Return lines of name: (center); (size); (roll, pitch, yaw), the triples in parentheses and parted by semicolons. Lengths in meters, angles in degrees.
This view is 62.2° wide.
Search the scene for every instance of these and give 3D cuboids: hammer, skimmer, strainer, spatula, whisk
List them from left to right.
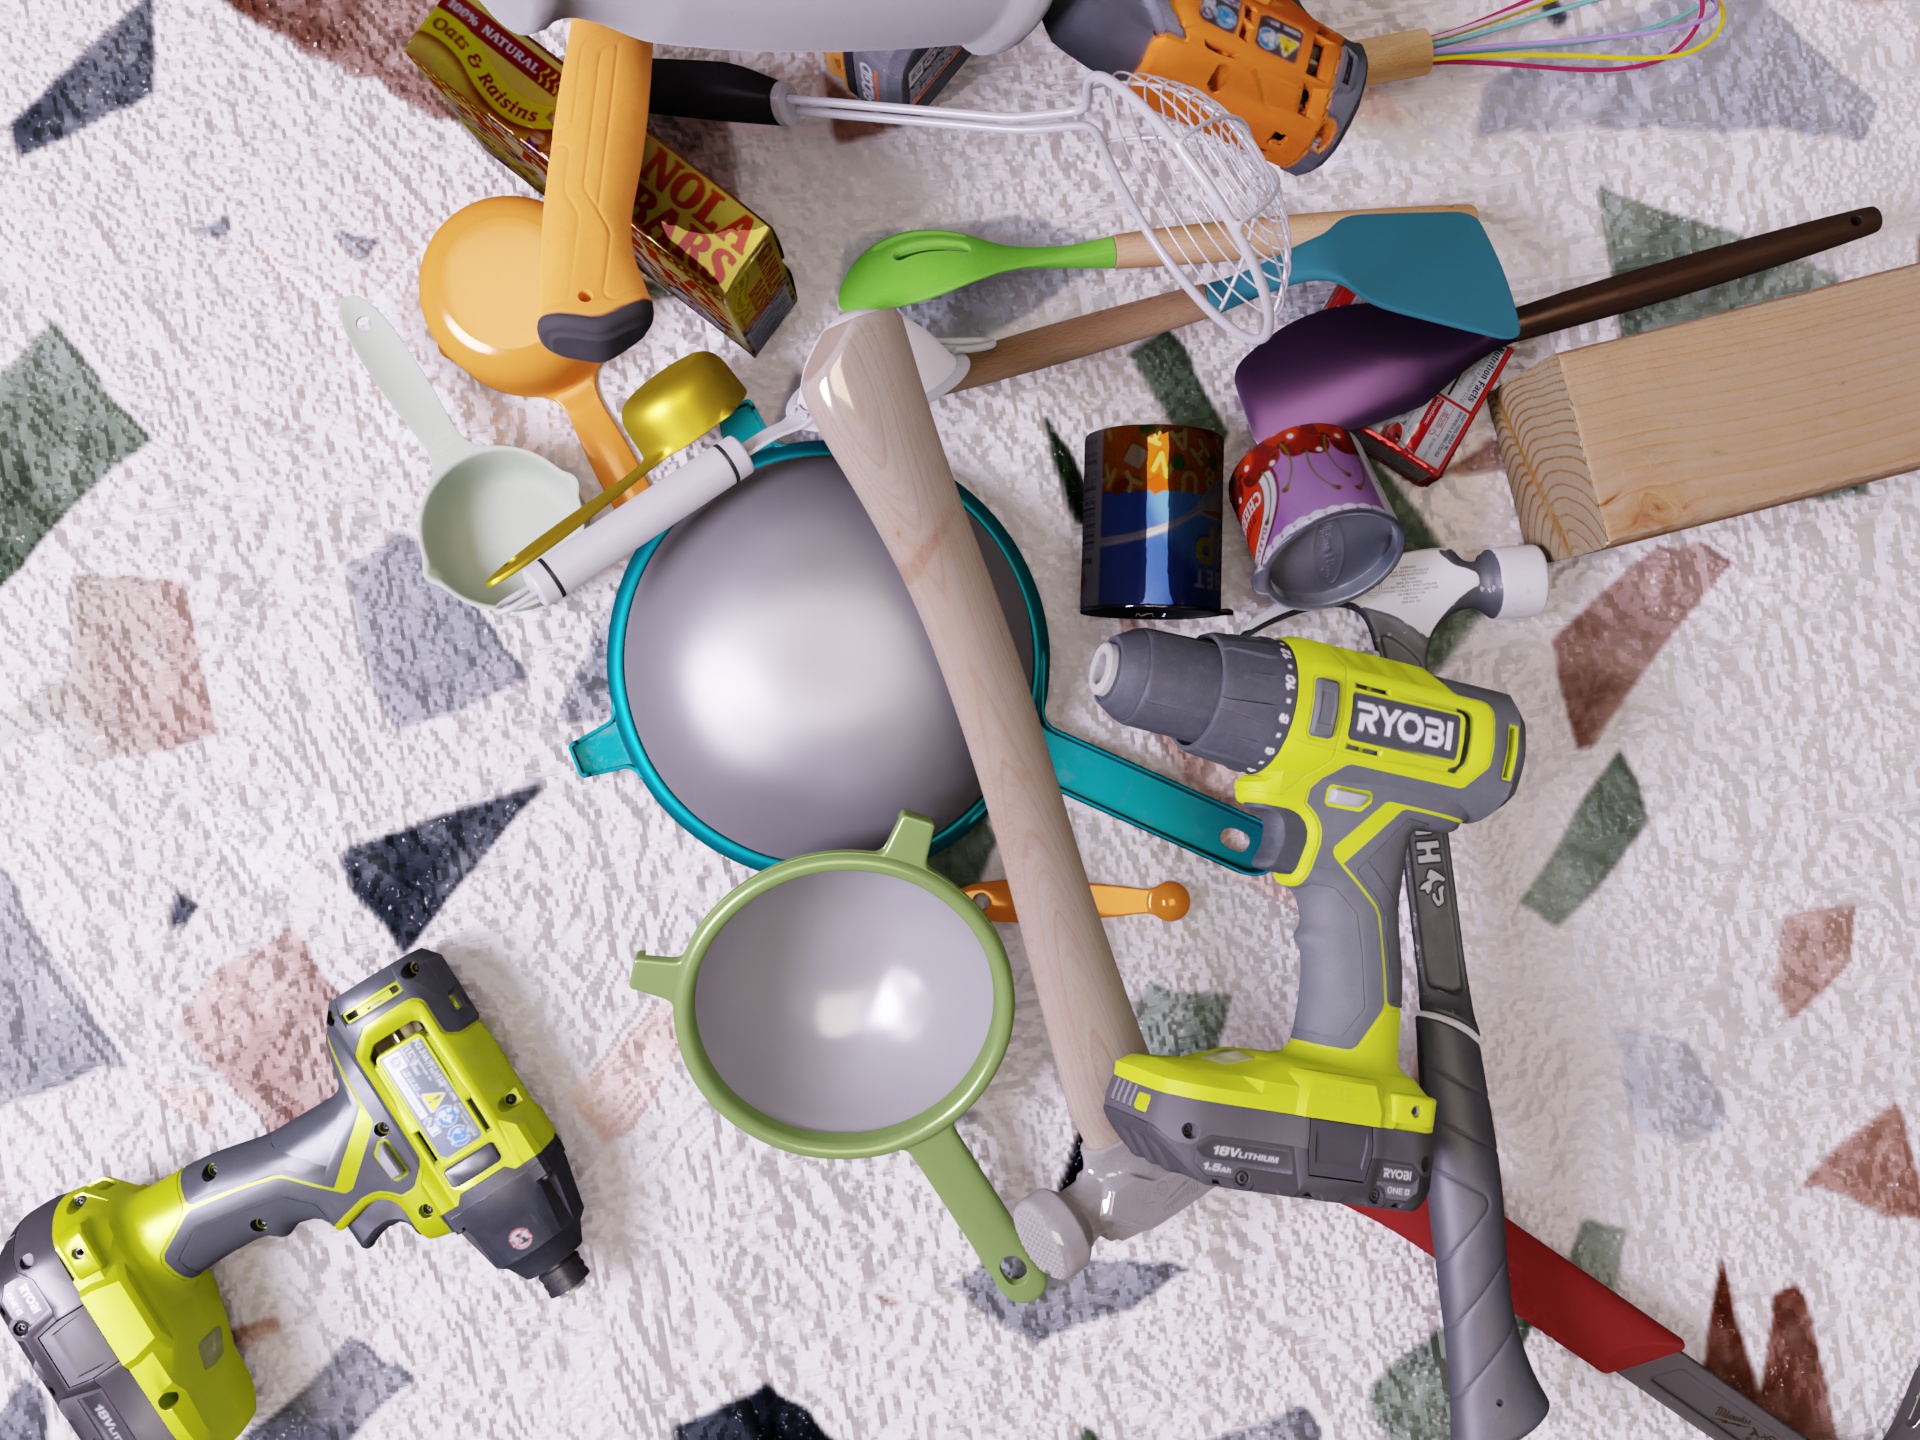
hammer: (-0.144, -0.303, 0.637); (0.127, 0.034, 0.337); (5, 75, -12)
strainer: (-0.092, -0.119, 0.690); (0.258, 0.087, 0.050); (-37, 127, -16)
skimmer: (-0.031, -0.238, 0.692); (0.363, 0.127, 0.090); (13, 78, 18)
strainer: (-0.028, 0.162, 0.746); (0.151, 0.069, 0.256); (-29, 109, 4)
strainer: (-0.001, -0.002, 0.723); (0.340, 0.095, 0.211); (24, 88, -2)
hammer: (0.033, 0.026, 0.679); (0.146, 0.038, 0.410); (-25, 104, -27)
spatula: (0.092, -0.180, 0.742); (0.317, 0.044, 0.082); (-13, 58, 11)
hammer: (0.218, 0.122, 0.736); (0.149, 0.036, 0.409); (-4, 82, 0)
whisk: (0.247, -0.323, 0.764); (0.245, 0.051, 0.047); (-10, 96, 1)
spatula: (0.281, -0.194, 0.745); (0.316, 0.018, 0.060); (-16, 83, -2)
hammer: (0.302, 0.277, 0.764); (0.359, 0.037, 0.149); (35, 88, -2)

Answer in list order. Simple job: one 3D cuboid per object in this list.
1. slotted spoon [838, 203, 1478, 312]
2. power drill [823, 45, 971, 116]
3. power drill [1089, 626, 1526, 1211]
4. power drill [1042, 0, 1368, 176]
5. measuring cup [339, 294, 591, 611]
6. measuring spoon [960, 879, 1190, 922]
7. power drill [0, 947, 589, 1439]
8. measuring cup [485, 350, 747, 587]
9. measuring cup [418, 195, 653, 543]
slotted spoon: (0.097, -0.226, 0.756); (0.313, 0.070, 0.031); (-7, 122, -8)
power drill: (-0.065, -0.413, 0.736); (0.226, 0.084, 0.185); (38, 86, 3)
power drill: (0.133, 0.076, 0.670); (0.190, 0.080, 0.228); (12, 83, -16)
power drill: (0.115, -0.375, 0.710); (0.164, 0.084, 0.226); (17, 78, -16)
measuring cup: (-0.236, -0.125, 0.745); (0.083, 0.038, 0.167); (-34, 89, -2)
measuring spoon: (0.053, 0.088, 0.767); (0.117, 0.011, 0.021); (0, 90, -2)
power drill: (-0.293, 0.233, 0.722); (0.223, 0.080, 0.171); (-32, 91, -5)
measuring cup: (-0.157, -0.114, 0.701); (0.156, 0.062, 0.029); (-47, 117, -30)
measuring cup: (-0.185, -0.160, 0.738); (0.095, 0.052, 0.173); (-28, 92, -2)
